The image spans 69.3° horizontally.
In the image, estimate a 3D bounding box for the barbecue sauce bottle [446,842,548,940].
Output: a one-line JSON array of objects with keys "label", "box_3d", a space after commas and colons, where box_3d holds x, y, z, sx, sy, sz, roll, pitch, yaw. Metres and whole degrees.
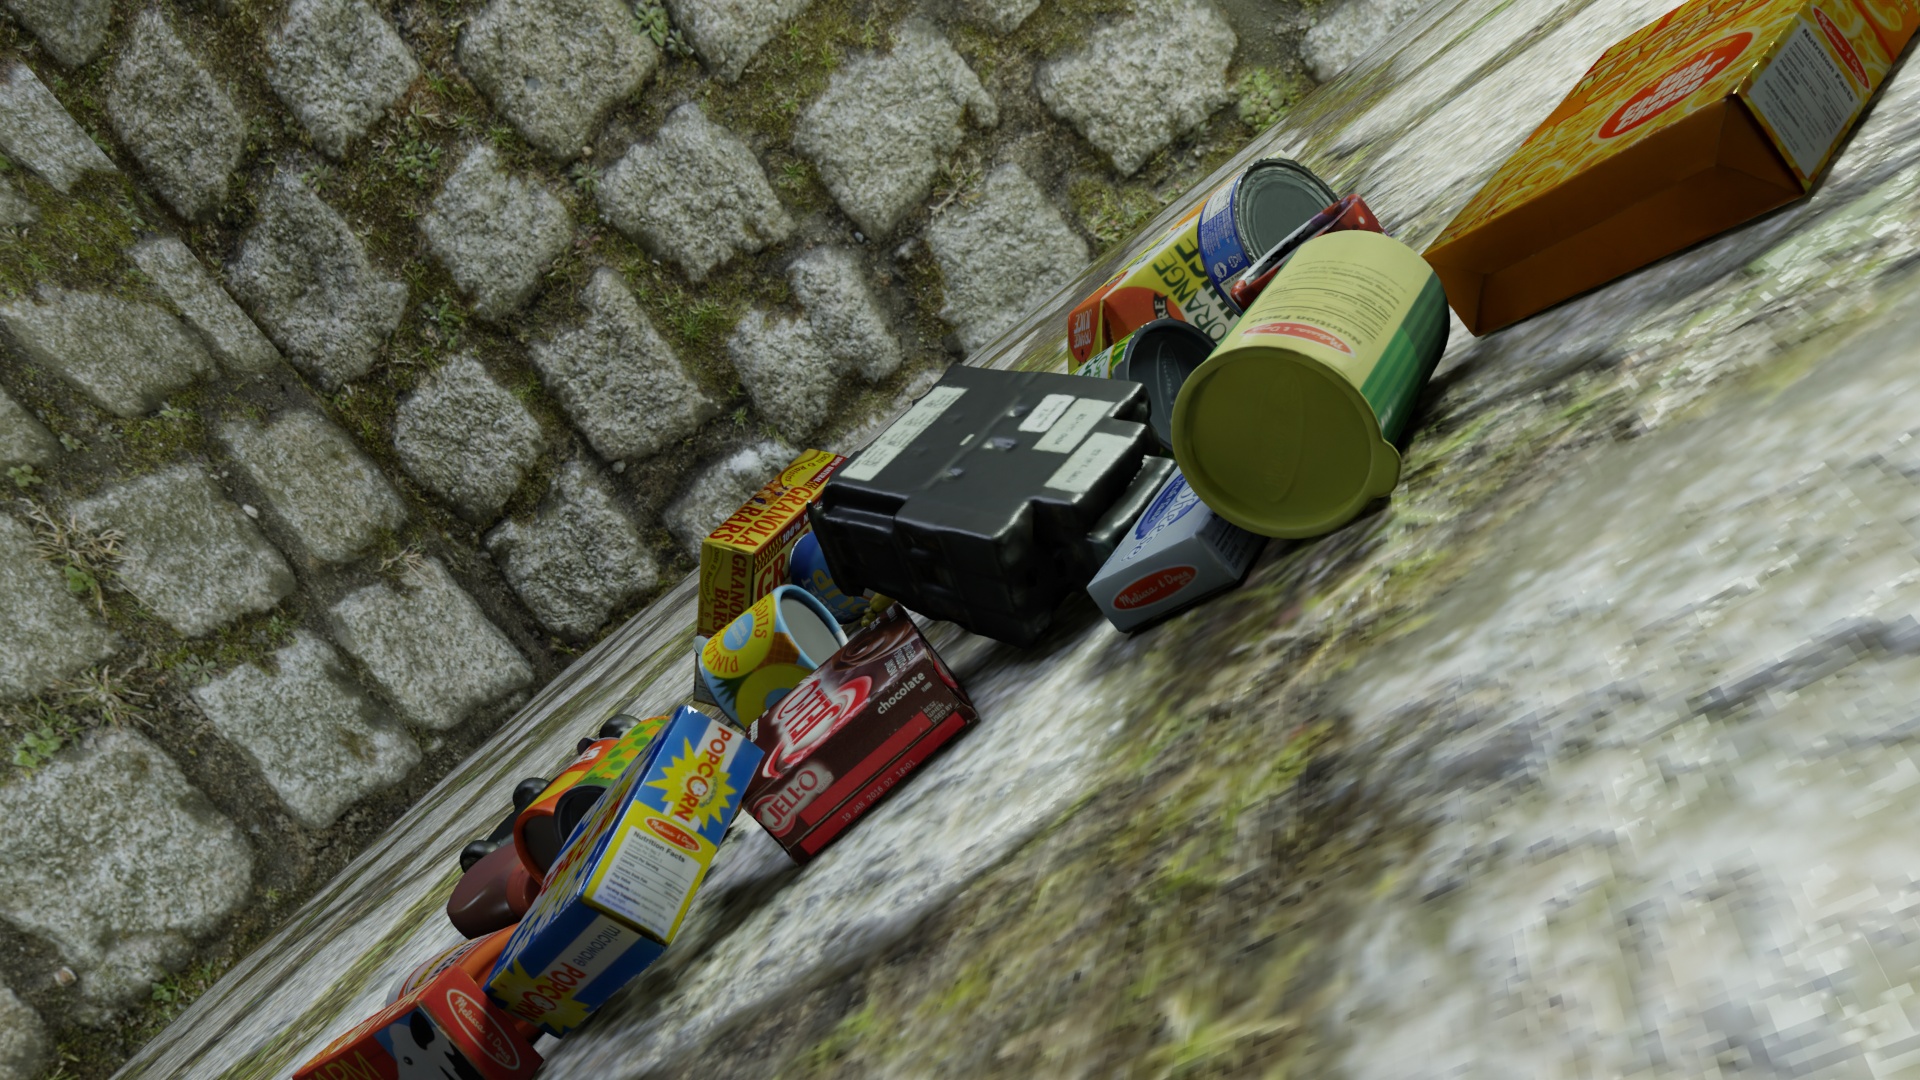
[{"label": "barbecue sauce bottle", "box_3d": [-0.240, 0.193, 0.767, 0.065, 0.043, 0.148, -44, 10, -31]}]

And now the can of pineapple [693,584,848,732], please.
[{"label": "can of pineapple", "box_3d": [-0.101, 0.065, 0.758, 0.057, 0.071, 0.071, -37, 8, 17]}]

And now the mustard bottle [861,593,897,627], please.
[{"label": "mustard bottle", "box_3d": [0.003, -0.009, 0.735, 0.160, 0.065, 0.049, -41, 7, 14]}]

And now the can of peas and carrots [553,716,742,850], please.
[{"label": "can of peas and carrots", "box_3d": [-0.139, 0.123, 0.633, 0.070, 0.071, 0.059, -33, 9, 34]}]

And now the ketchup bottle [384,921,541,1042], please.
[{"label": "ketchup bottle", "box_3d": [-0.223, 0.206, 0.624, 0.065, 0.043, 0.148, -43, 8, -38]}]

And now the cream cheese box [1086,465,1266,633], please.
[{"label": "cream cheese box", "box_3d": [0.090, -0.011, 0.497, 0.053, 0.024, 0.104, -29, 13, 43]}]

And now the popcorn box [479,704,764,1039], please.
[{"label": "popcorn box", "box_3d": [-0.129, 0.127, 0.523, 0.126, 0.038, 0.085, -45, 17, 45]}]

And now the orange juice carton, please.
[{"label": "orange juice carton", "box_3d": [0.139, -0.151, 0.866, 0.193, 0.073, 0.072, -41, 9, -7]}]

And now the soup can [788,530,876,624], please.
[{"label": "soup can", "box_3d": [-0.060, 0.011, 0.886, 0.083, 0.071, 0.072, -31, 12, 43]}]

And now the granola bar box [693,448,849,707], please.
[{"label": "granola bar box", "box_3d": [-0.125, 0.024, 0.952, 0.166, 0.039, 0.123, -53, -25, -60]}]

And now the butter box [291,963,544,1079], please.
[{"label": "butter box", "box_3d": [-0.213, 0.206, 0.540, 0.103, 0.053, 0.024, -34, 8, 31]}]

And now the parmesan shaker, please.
[{"label": "parmesan shaker", "box_3d": [0.121, -0.053, 0.459, 0.071, 0.071, 0.103, -32, 10, 42]}]

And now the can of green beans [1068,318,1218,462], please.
[{"label": "can of green beans", "box_3d": [0.085, -0.060, 0.636, 0.071, 0.071, 0.057, -44, 9, -33]}]

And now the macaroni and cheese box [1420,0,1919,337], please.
[{"label": "macaroni and cheese box", "box_3d": [0.251, -0.148, 0.481, 0.167, 0.040, 0.123, -44, 10, -29]}]

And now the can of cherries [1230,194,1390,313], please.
[{"label": "can of cherries", "box_3d": [0.156, -0.101, 0.576, 0.071, 0.058, 0.071, -38, 8, 6]}]

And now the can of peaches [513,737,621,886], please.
[{"label": "can of peaches", "box_3d": [-0.180, 0.140, 0.692, 0.071, 0.071, 0.058, -33, 12, 38]}]
